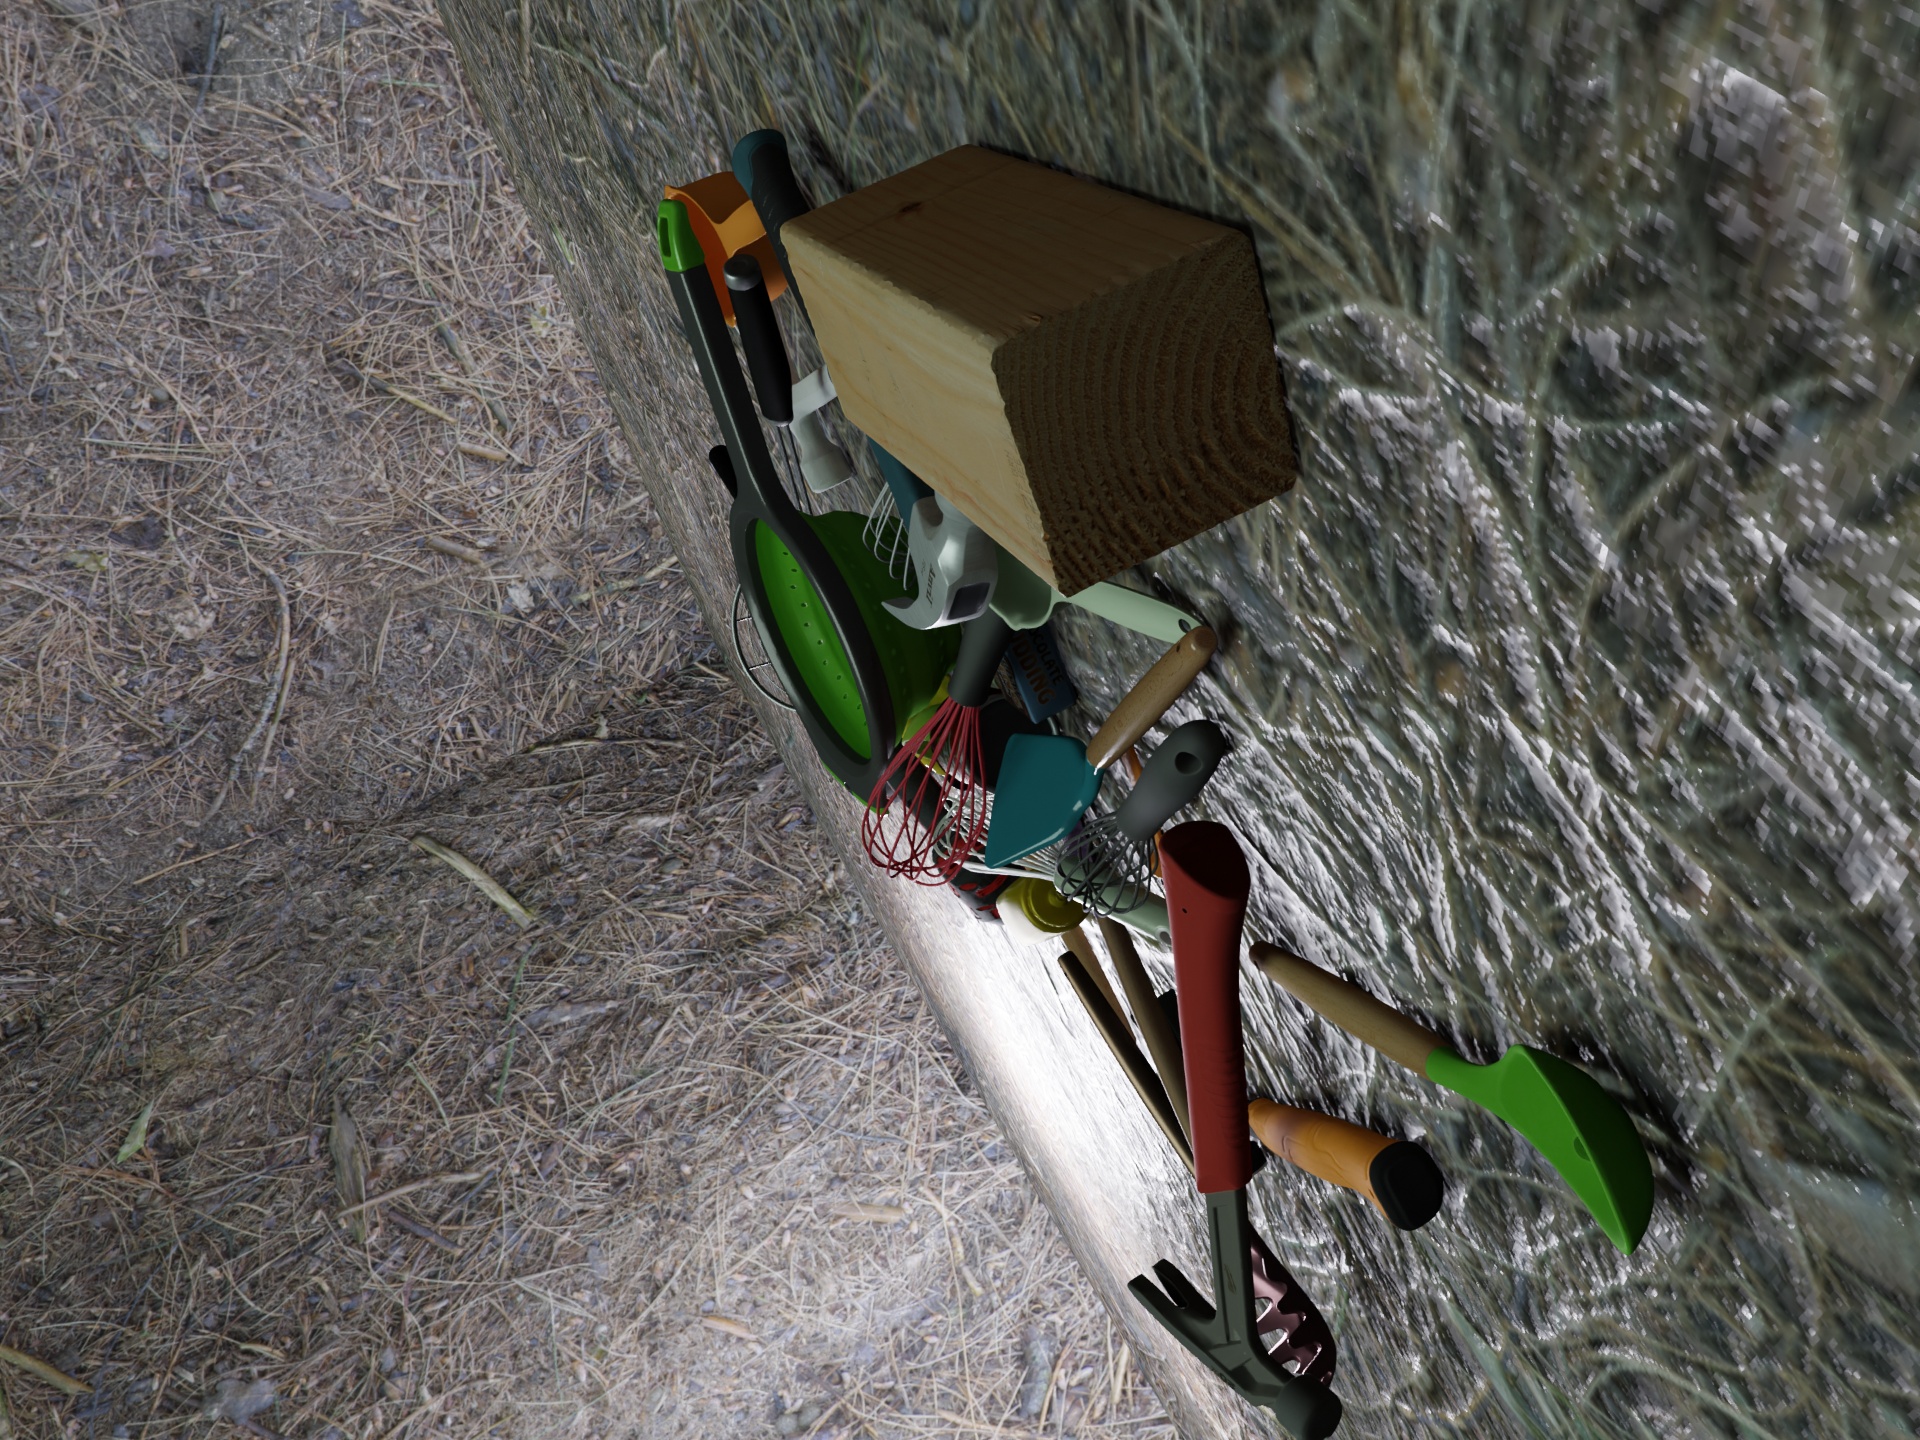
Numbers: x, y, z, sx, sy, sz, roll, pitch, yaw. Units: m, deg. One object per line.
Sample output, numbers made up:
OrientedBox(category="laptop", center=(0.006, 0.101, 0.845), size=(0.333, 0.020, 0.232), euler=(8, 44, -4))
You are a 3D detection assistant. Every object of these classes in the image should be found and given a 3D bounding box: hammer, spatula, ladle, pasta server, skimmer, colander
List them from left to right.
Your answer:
OrientedBox(category="skimmer", center=(-0.127, -0.144, 1.075), size=(0.127, 0.090, 0.362), euler=(22, 150, 20))
OrientedBox(category="colander", center=(-0.083, -0.135, 0.986), size=(0.205, 0.094, 0.396), euler=(35, 147, 56))
OrientedBox(category="hammer", center=(-0.080, -0.221, 0.993), size=(0.144, 0.035, 0.406), euler=(64, 170, -11))
OrientedBox(category="hammer", center=(-0.053, -0.180, 0.771), size=(0.128, 0.033, 0.331), euler=(100, 152, -53))
OrientedBox(category="ladle", center=(0.053, 0.124, 1.186), size=(0.078, 0.062, 0.320), euler=(-3, 120, 54))
OrientedBox(category="spatula", center=(0.064, 0.009, 0.777), size=(0.317, 0.044, 0.082), euler=(118, 164, -72))
OrientedBox(category="spatula", center=(0.099, 0.140, 0.968), size=(0.059, 0.018, 0.316), euler=(92, 160, -58))
OrientedBox(category="pasta server", center=(0.142, 0.280, 1.005), size=(0.316, 0.040, 0.060), euler=(57, 157, 26))
OrientedBox(category="hammer", center=(0.128, 0.208, 0.826), size=(0.149, 0.036, 0.358), euler=(29, 136, 51))
OrientedBox(category="hammer", center=(0.175, 0.219, 0.878), size=(0.127, 0.034, 0.337), euler=(61, 170, 2))

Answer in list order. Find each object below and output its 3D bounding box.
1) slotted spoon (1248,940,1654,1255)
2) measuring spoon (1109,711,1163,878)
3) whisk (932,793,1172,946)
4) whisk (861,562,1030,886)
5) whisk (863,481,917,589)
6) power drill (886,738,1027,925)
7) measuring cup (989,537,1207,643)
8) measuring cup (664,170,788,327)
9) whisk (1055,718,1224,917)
OrientedBox(category="slotted spoon", center=(0.180, 0.128, 0.637), size=(0.070, 0.031, 0.314), euler=(64, 172, -10))
OrientedBox(category="measuring spoon", center=(0.096, 0.043, 0.871), size=(0.021, 0.011, 0.116), euler=(47, 162, 56))
OrientedBox(category="whisk", center=(0.062, 0.091, 0.967), size=(0.246, 0.059, 0.057), euler=(22, 147, 51))
OrientedBox(category="whisk", center=(-0.001, -0.003, 0.891), size=(0.073, 0.073, 0.295), euler=(56, 145, 32))
OrientedBox(category="whisk", center=(-0.015, -0.145, 0.819), size=(0.070, 0.070, 0.284), euler=(59, 165, 18))
OrientedBox(category="power drill", center=(-0.016, 0.080, 1.332), size=(0.220, 0.078, 0.143), euler=(49, 179, 35))
OrientedBox(category="measuring cup", center=(0.060, -0.070, 0.721), size=(0.168, 0.038, 0.083), euler=(27, 142, 44))
OrientedBox(category="measuring cup", center=(-0.126, -0.306, 0.985), size=(0.174, 0.052, 0.095), euler=(2, 121, 61))
OrientedBox(category="whisk", center=(0.092, 0.052, 0.800), size=(0.055, 0.055, 0.238), euler=(59, 162, 16))
